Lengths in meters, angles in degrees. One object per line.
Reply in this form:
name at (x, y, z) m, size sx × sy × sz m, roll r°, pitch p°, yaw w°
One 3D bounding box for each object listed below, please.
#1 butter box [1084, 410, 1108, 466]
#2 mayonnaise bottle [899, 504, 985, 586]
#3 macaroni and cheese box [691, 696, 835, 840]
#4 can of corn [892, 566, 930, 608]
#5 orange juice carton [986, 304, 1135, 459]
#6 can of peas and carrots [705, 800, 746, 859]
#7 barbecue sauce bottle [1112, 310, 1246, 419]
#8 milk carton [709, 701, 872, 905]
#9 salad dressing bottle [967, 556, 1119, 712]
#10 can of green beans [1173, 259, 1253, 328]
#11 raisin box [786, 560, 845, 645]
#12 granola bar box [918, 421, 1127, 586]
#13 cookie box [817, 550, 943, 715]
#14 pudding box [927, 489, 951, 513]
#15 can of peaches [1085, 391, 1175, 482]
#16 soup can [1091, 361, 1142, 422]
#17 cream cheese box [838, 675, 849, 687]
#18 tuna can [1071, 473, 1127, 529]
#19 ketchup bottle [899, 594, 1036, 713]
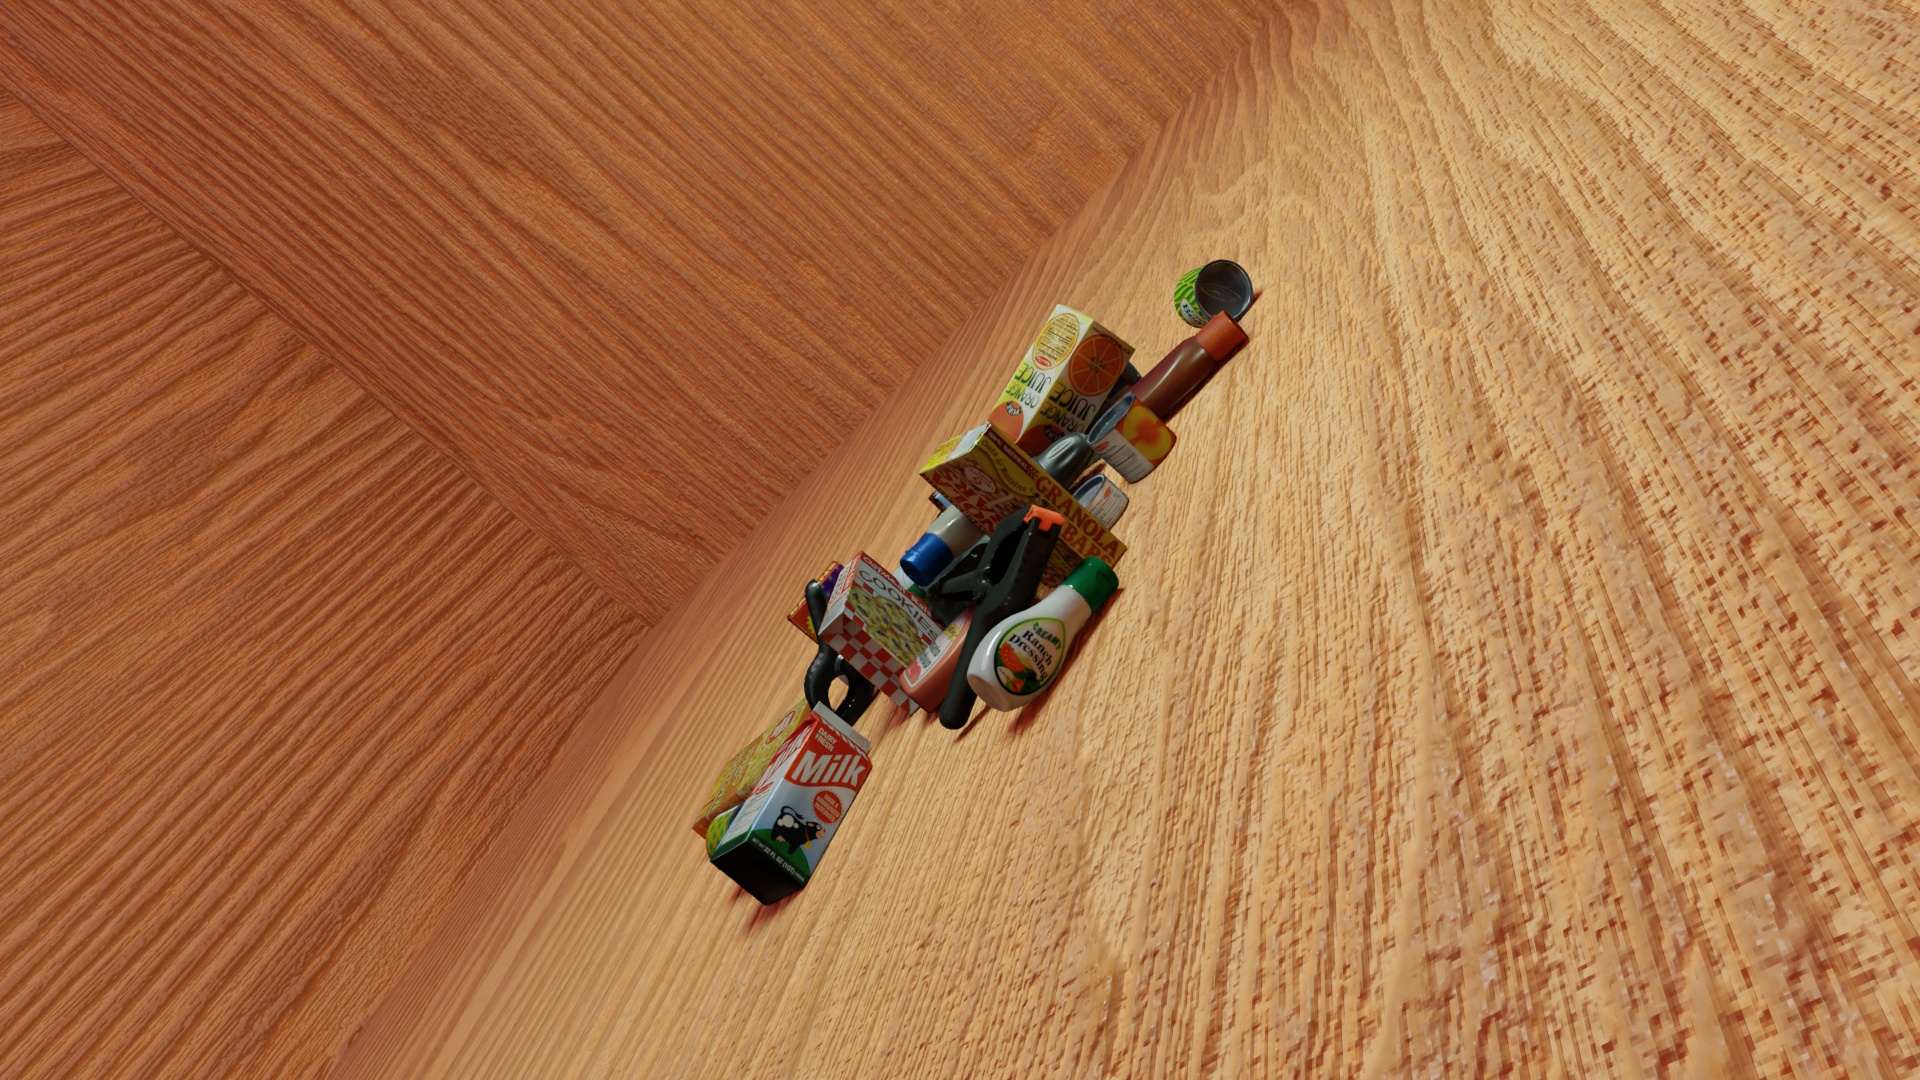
butter box at (0.154, -0.114, 1.495) m, size 0.103 × 0.024 × 0.053 m, roll -34°, pitch 19°, yaw 48°
mayonnaise bottle at (0.005, -0.016, 1.316) m, size 0.149 × 0.041 × 0.064 m, roll -44°, pitch 15°, yaw -24°
macaroni and cheese box at (-0.223, 0.261, 1.581) m, size 0.166 × 0.040 × 0.124 m, roll -41°, pitch 14°, yaw 28°
can of corn at (-0.035, 0.046, 1.548) m, size 0.058 × 0.071 × 0.071 m, roll -42°, pitch 12°, yaw 51°
orange juice carton at (0.097, -0.149, 1.497) m, size 0.192 × 0.072 × 0.073 m, roll -58°, pitch 36°, yaw 6°
can of peas and carrots at (-0.211, 0.296, 1.369) m, size 0.058 × 0.071 × 0.071 m, roll -34°, pitch 18°, yaw 50°
barbecue sauce bottle at (0.219, -0.168, 1.394) m, size 0.148 × 0.043 × 0.065 m, roll -43°, pitch 13°, yaw 20°
milk carton at (-0.149, 0.240, 1.312) m, size 0.073 × 0.072 × 0.192 m, roll -36°, pitch 18°, yaw 44°
salad dressing bottle at (0.069, 0.073, 1.120) m, size 0.148 × 0.064 × 0.044 m, roll -45°, pitch 8°, yaw -23°
can of green beans at (0.266, -0.259, 1.467) m, size 0.071 × 0.071 × 0.058 m, roll -50°, pitch 11°, yaw -9°
raisin box at (-0.120, 0.094, 1.554) m, size 0.086 × 0.123 × 0.040 m, roll -50°, pitch 12°, yaw -9°
granola bar box at (0.052, -0.027, 1.235) m, size 0.039 × 0.165 × 0.124 m, roll -53°, pitch 13°, yaw -18°
cookie box at (-0.076, 0.089, 1.413) m, size 0.040 × 0.123 × 0.168 m, roll -44°, pitch 12°, yaw 16°
pudding box at (0.004, -0.069, 1.598) m, size 0.084 × 0.030 × 0.049 m, roll -49°, pitch 11°, yaw -8°
can of peaches at (0.165, -0.099, 1.331) m, size 0.071 × 0.058 × 0.071 m, roll -45°, pitch 11°, yaw 12°
soup can at (0.154, -0.167, 1.555) m, size 0.083 × 0.071 × 0.072 m, roll -42°, pitch 13°, yaw 25°
cream cheese box at (-0.110, 0.127, 1.652) m, size 0.053 × 0.024 × 0.104 m, roll -43°, pitch 13°, yaw 28°
tuna can at (0.123, -0.028, 1.310) m, size 0.071 × 0.033 × 0.071 m, roll -45°, pitch 12°, yaw 12°
ketchup bottle at (0.008, 0.093, 1.301) m, size 0.148 × 0.043 × 0.065 m, roll -46°, pitch 16°, yaw 4°
